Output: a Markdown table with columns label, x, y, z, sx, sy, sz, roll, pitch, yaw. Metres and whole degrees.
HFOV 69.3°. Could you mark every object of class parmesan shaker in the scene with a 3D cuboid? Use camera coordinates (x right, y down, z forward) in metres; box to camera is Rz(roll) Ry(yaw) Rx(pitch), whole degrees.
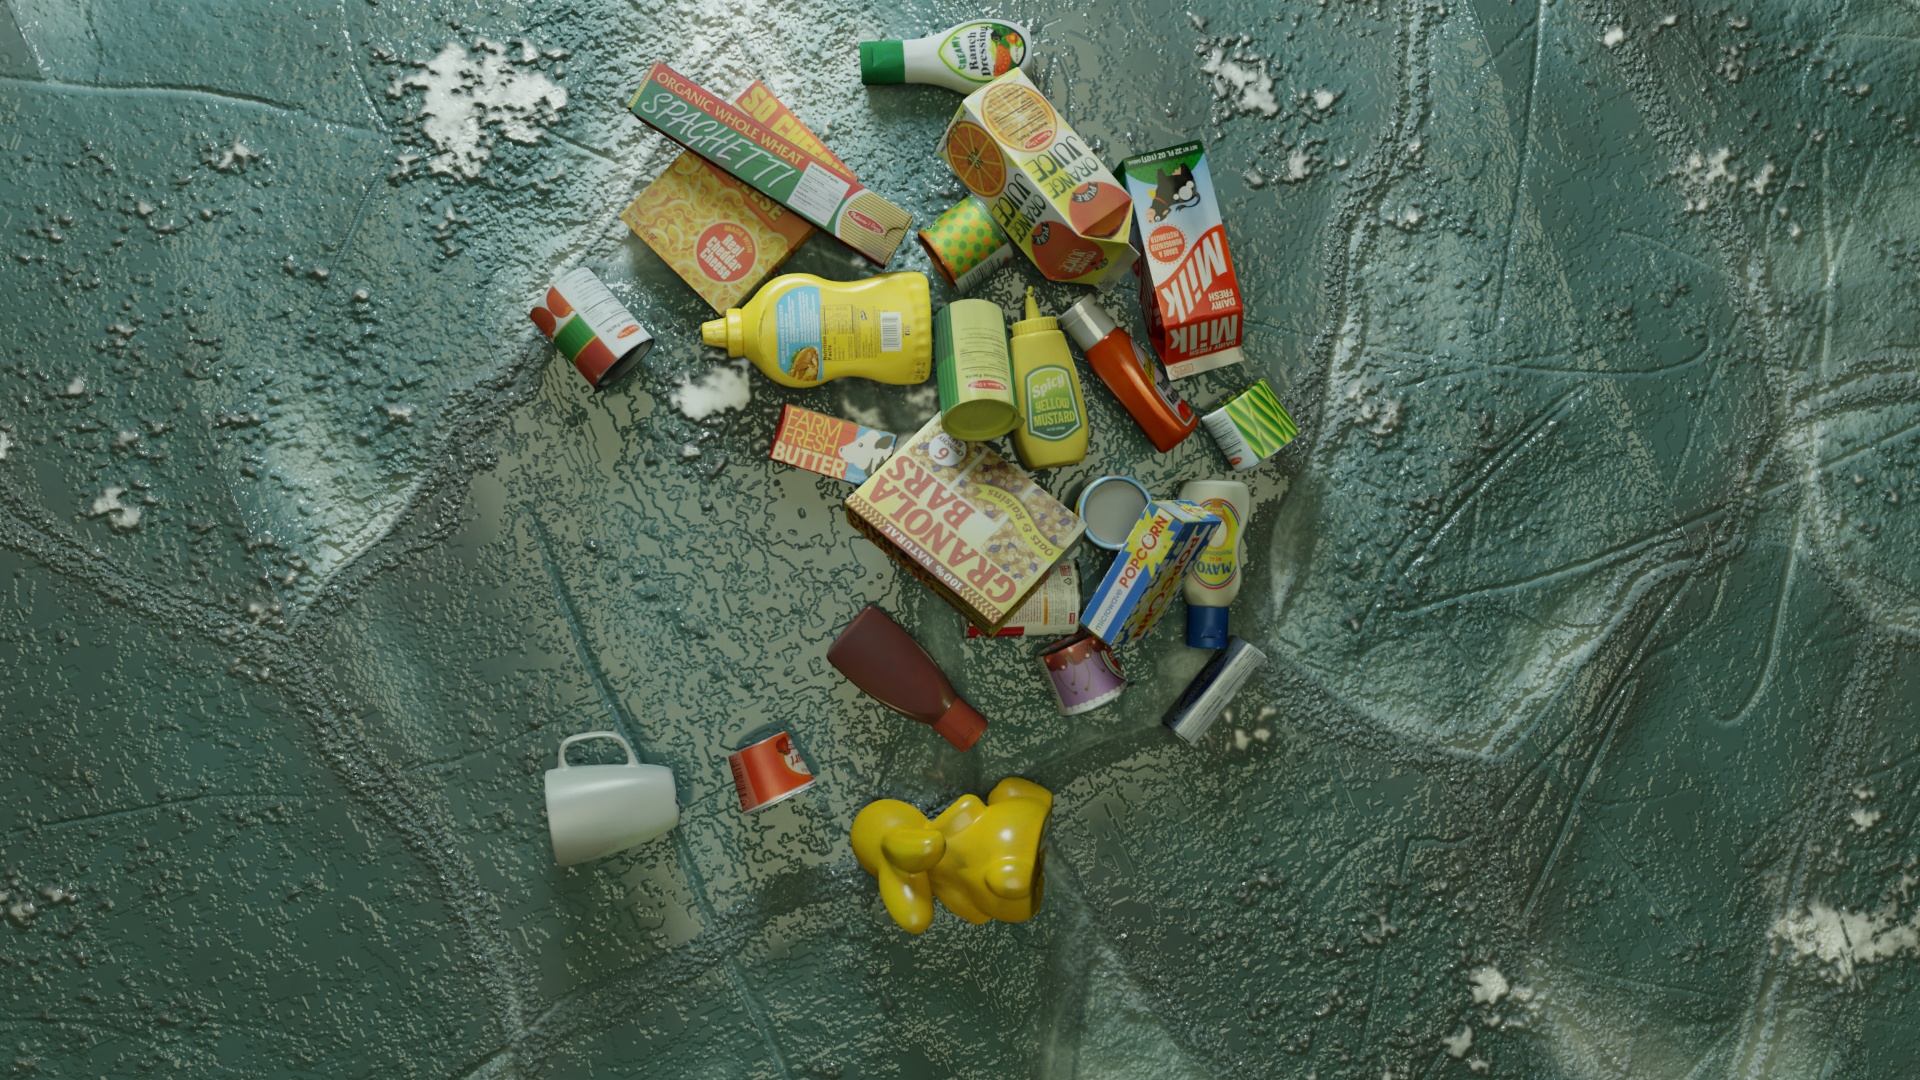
| label | x | y | z | sx | sy | sz | roll | pitch | yaw |
| --- | --- | --- | --- | --- | --- | --- | --- | --- | --- |
| parmesan shaker | 0.015 | -0.144 | 1.181 | 0.071 | 0.071 | 0.103 | -4 | 62 | -3 |

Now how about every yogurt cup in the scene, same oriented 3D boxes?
| label | x | y | z | sx | sy | sz | roll | pitch | yaw |
| --- | --- | --- | --- | --- | --- | --- | --- | --- | --- |
| yogurt cup | -0.165 | 0.200 | 1.199 | 0.072 | 0.072 | 0.054 | -24 | 85 | -2 |

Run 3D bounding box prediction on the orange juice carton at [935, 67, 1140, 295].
| label | x | y | z | sx | sy | sz | roll | pitch | yaw |
| --- | --- | --- | --- | --- | --- | --- | --- | --- | --- |
| orange juice carton | 0.075 | -0.296 | 1.177 | 0.073 | 0.071 | 0.193 | -39 | 87 | -28 |

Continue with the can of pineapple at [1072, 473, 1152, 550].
| label | x | y | z | sx | sy | sz | roll | pitch | yaw |
| --- | --- | --- | --- | --- | --- | --- | --- | --- | --- |
| can of pineapple | 0.132 | -0.025 | 1.212 | 0.071 | 0.058 | 0.071 | 0 | 90 | -1 |

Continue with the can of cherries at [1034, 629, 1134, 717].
| label | x | y | z | sx | sy | sz | roll | pitch | yaw |
| --- | --- | --- | --- | --- | --- | --- | --- | --- | --- |
| can of cherries | 0.108 | 0.113 | 1.211 | 0.071 | 0.071 | 0.058 | -24 | 92 | -2 |

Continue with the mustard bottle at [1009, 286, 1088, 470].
| label | x | y | z | sx | sy | sz | roll | pitch | yaw |
| --- | --- | --- | --- | --- | --- | --- | --- | --- | --- |
| mustard bottle | 0.071 | -0.143 | 1.211 | 0.065 | 0.049 | 0.160 | -10 | 92 | -8 |

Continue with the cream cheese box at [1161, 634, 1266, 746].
| label | x | y | z | sx | sy | sz | roll | pitch | yaw |
| --- | --- | --- | --- | --- | --- | --- | --- | --- | --- |
| cream cheese box | 0.222 | 0.131 | 1.224 | 0.024 | 0.053 | 0.104 | 40 | 89 | -5 |

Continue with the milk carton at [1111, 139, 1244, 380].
| label | x | y | z | sx | sy | sz | roll | pitch | yaw |
| --- | --- | --- | --- | --- | --- | --- | --- | --- | --- |
| milk carton | 0.191 | -0.239 | 1.204 | 0.072 | 0.073 | 0.190 | -15 | 93 | -3 |

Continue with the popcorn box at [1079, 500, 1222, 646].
| label | x | y | z | sx | sy | sz | roll | pitch | yaw |
| --- | --- | --- | --- | --- | --- | --- | --- | --- | --- |
| popcorn box | 0.162 | 0.027 | 1.182 | 0.038 | 0.085 | 0.126 | 38 | 110 | 26 |

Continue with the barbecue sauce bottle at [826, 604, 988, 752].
| label | x | y | z | sx | sy | sz | roll | pitch | yaw |
| --- | --- | --- | --- | --- | --- | --- | --- | --- | --- |
| barbecue sauce bottle | -0.043 | 0.125 | 1.214 | 0.148 | 0.043 | 0.065 | 40 | 89 | -4 |

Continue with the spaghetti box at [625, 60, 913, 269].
| label | x | y | z | sx | sy | sz | roll | pitch | yaw |
| --- | --- | --- | --- | --- | --- | --- | --- | --- | --- |
| spaghetti box | -0.158 | -0.313 | 1.163 | 0.250 | 0.028 | 0.050 | 31 | 90 | -4 |

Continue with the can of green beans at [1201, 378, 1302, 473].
| label | x | y | z | sx | sy | sz | roll | pitch | yaw |
| --- | --- | --- | --- | --- | --- | --- | --- | --- | --- |
| can of green beans | 0.253 | -0.101 | 1.215 | 0.071 | 0.071 | 0.058 | -34 | 93 | -2 |

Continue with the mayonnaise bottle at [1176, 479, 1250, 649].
| label | x | y | z | sx | sy | sz | roll | pitch | yaw |
| --- | --- | --- | --- | --- | --- | --- | --- | --- | --- |
| mayonnaise bottle | 0.221 | 0.021 | 1.228 | 0.065 | 0.041 | 0.148 | 2 | 91 | -1 |

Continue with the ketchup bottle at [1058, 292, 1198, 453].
| label | x | y | z | sx | sy | sz | roll | pitch | yaw |
| --- | --- | --- | --- | --- | --- | --- | --- | --- | --- |
| ketchup bottle | 0.145 | -0.146 | 1.205 | 0.043 | 0.065 | 0.148 | -38 | 96 | 24 |

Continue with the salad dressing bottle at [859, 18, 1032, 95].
| label | x | y | z | sx | sy | sz | roll | pitch | yaw |
| --- | --- | --- | --- | --- | --- | --- | --- | --- | --- |
| salad dressing bottle | -0.013 | -0.416 | 1.203 | 0.148 | 0.044 | 0.064 | -4 | 90 | -3 |

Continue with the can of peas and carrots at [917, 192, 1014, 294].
| label | x | y | z | sx | sy | sz | roll | pitch | yaw |
| --- | --- | --- | --- | --- | --- | --- | --- | --- | --- |
| can of peas and carrots | 0.003 | -0.257 | 1.197 | 0.059 | 0.071 | 0.071 | -37 | 93 | -1 |

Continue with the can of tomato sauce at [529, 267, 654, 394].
| label | x | y | z | sx | sy | sz | roll | pitch | yaw |
| --- | --- | --- | --- | --- | --- | --- | --- | --- | --- |
| can of tomato sauce | -0.314 | -0.179 | 1.181 | 0.071 | 0.071 | 0.083 | -42 | 93 | -1 |

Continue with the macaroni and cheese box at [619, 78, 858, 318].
| label | x | y | z | sx | sy | sz | roll | pitch | yaw |
| --- | --- | --- | --- | --- | --- | --- | --- | --- | --- |
| macaroni and cheese box | -0.189 | -0.292 | 1.198 | 0.123 | 0.040 | 0.166 | 45 | 89 | -4 |

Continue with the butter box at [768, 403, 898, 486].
| label | x | y | z | sx | sy | sz | roll | pitch | yaw |
| --- | --- | --- | --- | --- | --- | --- | --- | --- | --- |
| butter box | -0.111 | -0.081 | 1.215 | 0.103 | 0.024 | 0.053 | 16 | 90 | -4 |

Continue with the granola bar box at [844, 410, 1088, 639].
| label | x | y | z | sx | sy | sz | roll | pitch | yaw |
| --- | --- | --- | --- | --- | --- | --- | --- | --- | --- |
| granola bar box | 0.004 | -0.015 | 1.174 | 0.166 | 0.039 | 0.124 | 39 | 68 | 15 |
